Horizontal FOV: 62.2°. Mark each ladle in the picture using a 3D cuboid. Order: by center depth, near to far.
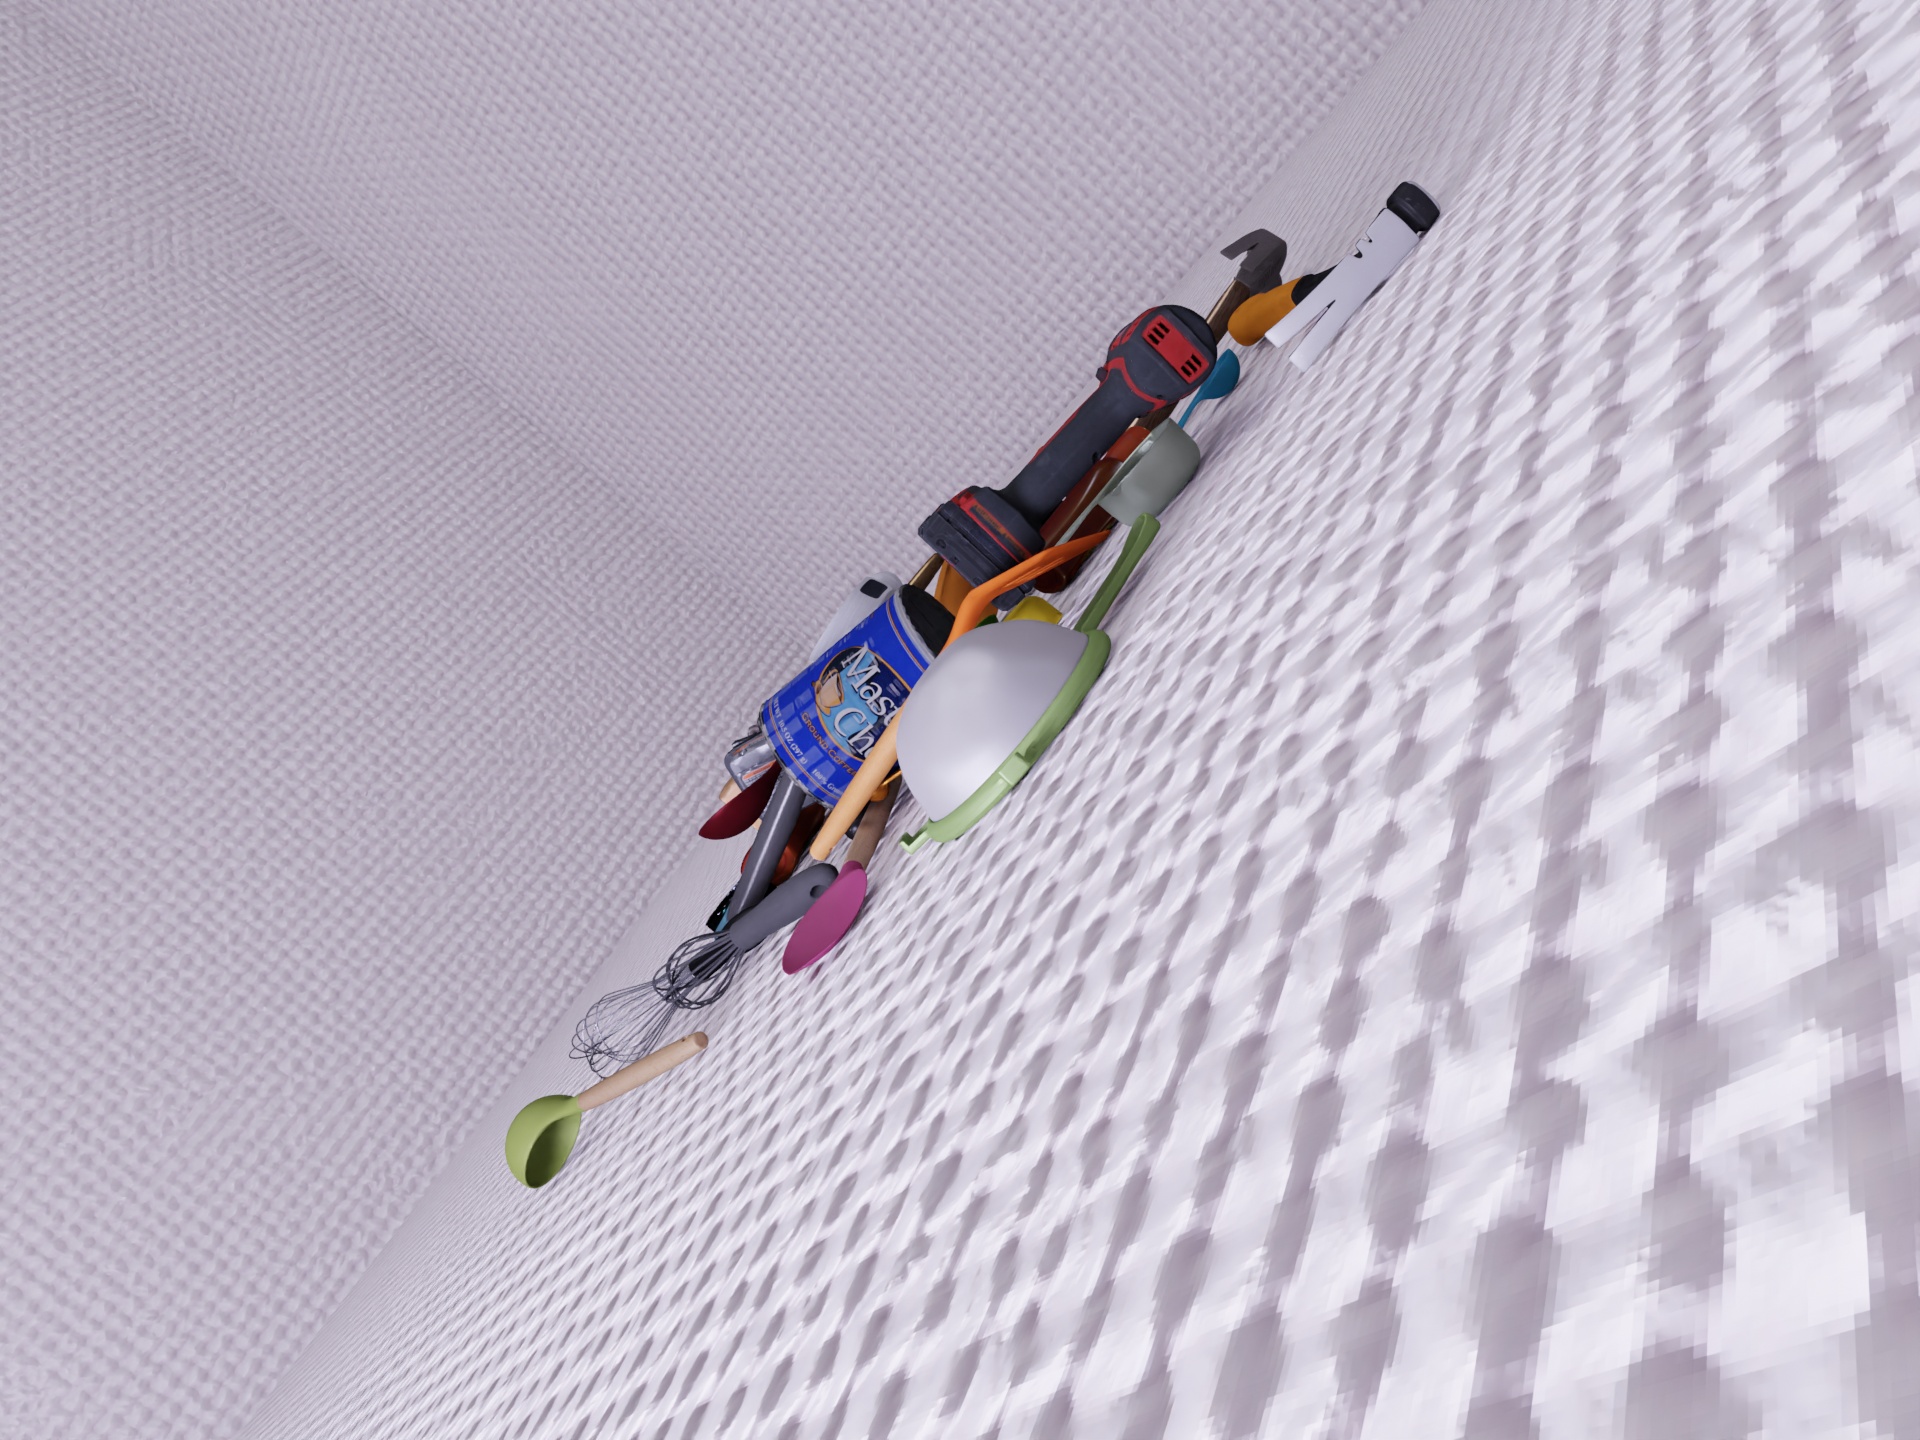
[{"bbox_3d":[-0.266,0.293,1.217,0.320,0.062,0.078,-34,14,44],"label":"ladle"},{"bbox_3d":[-0.112,-0.019,1.350,0.315,0.031,0.069,-53,-5,-10],"label":"ladle"}]

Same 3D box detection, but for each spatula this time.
[{"bbox_3d":[-0.017,-0.011,1.034,0.081,0.041,0.322,-23,-26,-54],"label":"spatula"}]

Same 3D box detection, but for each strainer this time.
[{"bbox_3d":[0.037,-0.047,0.913,0.256,0.069,0.151,-56,9,-31],"label":"strainer"}]

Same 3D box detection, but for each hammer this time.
[{"bbox_3d":[0.234,-0.292,1.122,0.127,0.034,0.337,-49,7,4],"label":"hammer"},{"bbox_3d":[-0.129,0.039,1.284,0.128,0.033,0.331,-54,-12,-73],"label":"hammer"},{"bbox_3d":[0.169,-0.268,1.323,0.331,0.031,0.130,-54,-14,-3],"label":"hammer"}]

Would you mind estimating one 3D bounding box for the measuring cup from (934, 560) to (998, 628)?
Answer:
[{"bbox_3d":[-0.005,-0.097,1.446,0.173,0.052,0.095,124,157,-64],"label":"measuring cup"}]

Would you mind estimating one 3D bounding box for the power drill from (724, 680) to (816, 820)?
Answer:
[{"bbox_3d":[-0.148,0.011,1.505,0.164,0.084,0.227,-27,16,15],"label":"power drill"}]

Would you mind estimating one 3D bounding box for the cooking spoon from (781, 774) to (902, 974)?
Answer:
[{"bbox_3d":[-0.067,0.091,1.064,0.068,0.017,0.319,-39,10,16],"label":"cooking spoon"}]

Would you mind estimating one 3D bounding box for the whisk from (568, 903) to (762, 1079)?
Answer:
[{"bbox_3d":[-0.238,0.224,1.321,0.284,0.070,0.070,-39,12,34],"label":"whisk"}]

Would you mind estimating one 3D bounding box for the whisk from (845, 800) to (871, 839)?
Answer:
[{"bbox_3d":[-0.070,0.025,1.301,0.073,0.073,0.296,-48,13,19],"label":"whisk"}]

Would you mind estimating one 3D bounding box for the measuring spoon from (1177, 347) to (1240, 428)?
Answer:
[{"bbox_3d":[0.178,-0.225,1.221,0.128,0.021,0.042,-58,6,11],"label":"measuring spoon"}]

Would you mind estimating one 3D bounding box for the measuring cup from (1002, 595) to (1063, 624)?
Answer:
[{"bbox_3d":[0.030,-0.042,1.095,0.062,0.029,0.157,-46,6,32],"label":"measuring cup"}]

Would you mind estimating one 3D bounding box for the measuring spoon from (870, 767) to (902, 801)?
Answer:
[{"bbox_3d":[-0.020,0.025,1.102,0.117,0.011,0.021,-35,6,23],"label":"measuring spoon"}]

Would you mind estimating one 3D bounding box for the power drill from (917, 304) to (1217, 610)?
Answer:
[{"bbox_3d":[0.075,-0.185,1.088,0.226,0.080,0.188,-47,7,3],"label":"power drill"}]

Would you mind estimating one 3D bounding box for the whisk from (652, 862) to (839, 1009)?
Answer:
[{"bbox_3d":[-0.159,0.162,1.187,0.239,0.055,0.055,-38,13,40],"label":"whisk"}]

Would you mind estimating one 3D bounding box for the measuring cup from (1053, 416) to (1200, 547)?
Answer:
[{"bbox_3d":[0.110,-0.144,1.120,0.167,0.038,0.083,-46,8,47],"label":"measuring cup"}]

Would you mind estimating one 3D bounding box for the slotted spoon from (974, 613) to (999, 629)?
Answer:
[{"bbox_3d":[-0.014,-0.038,1.392,0.070,0.031,0.314,-52,5,-14],"label":"slotted spoon"}]
